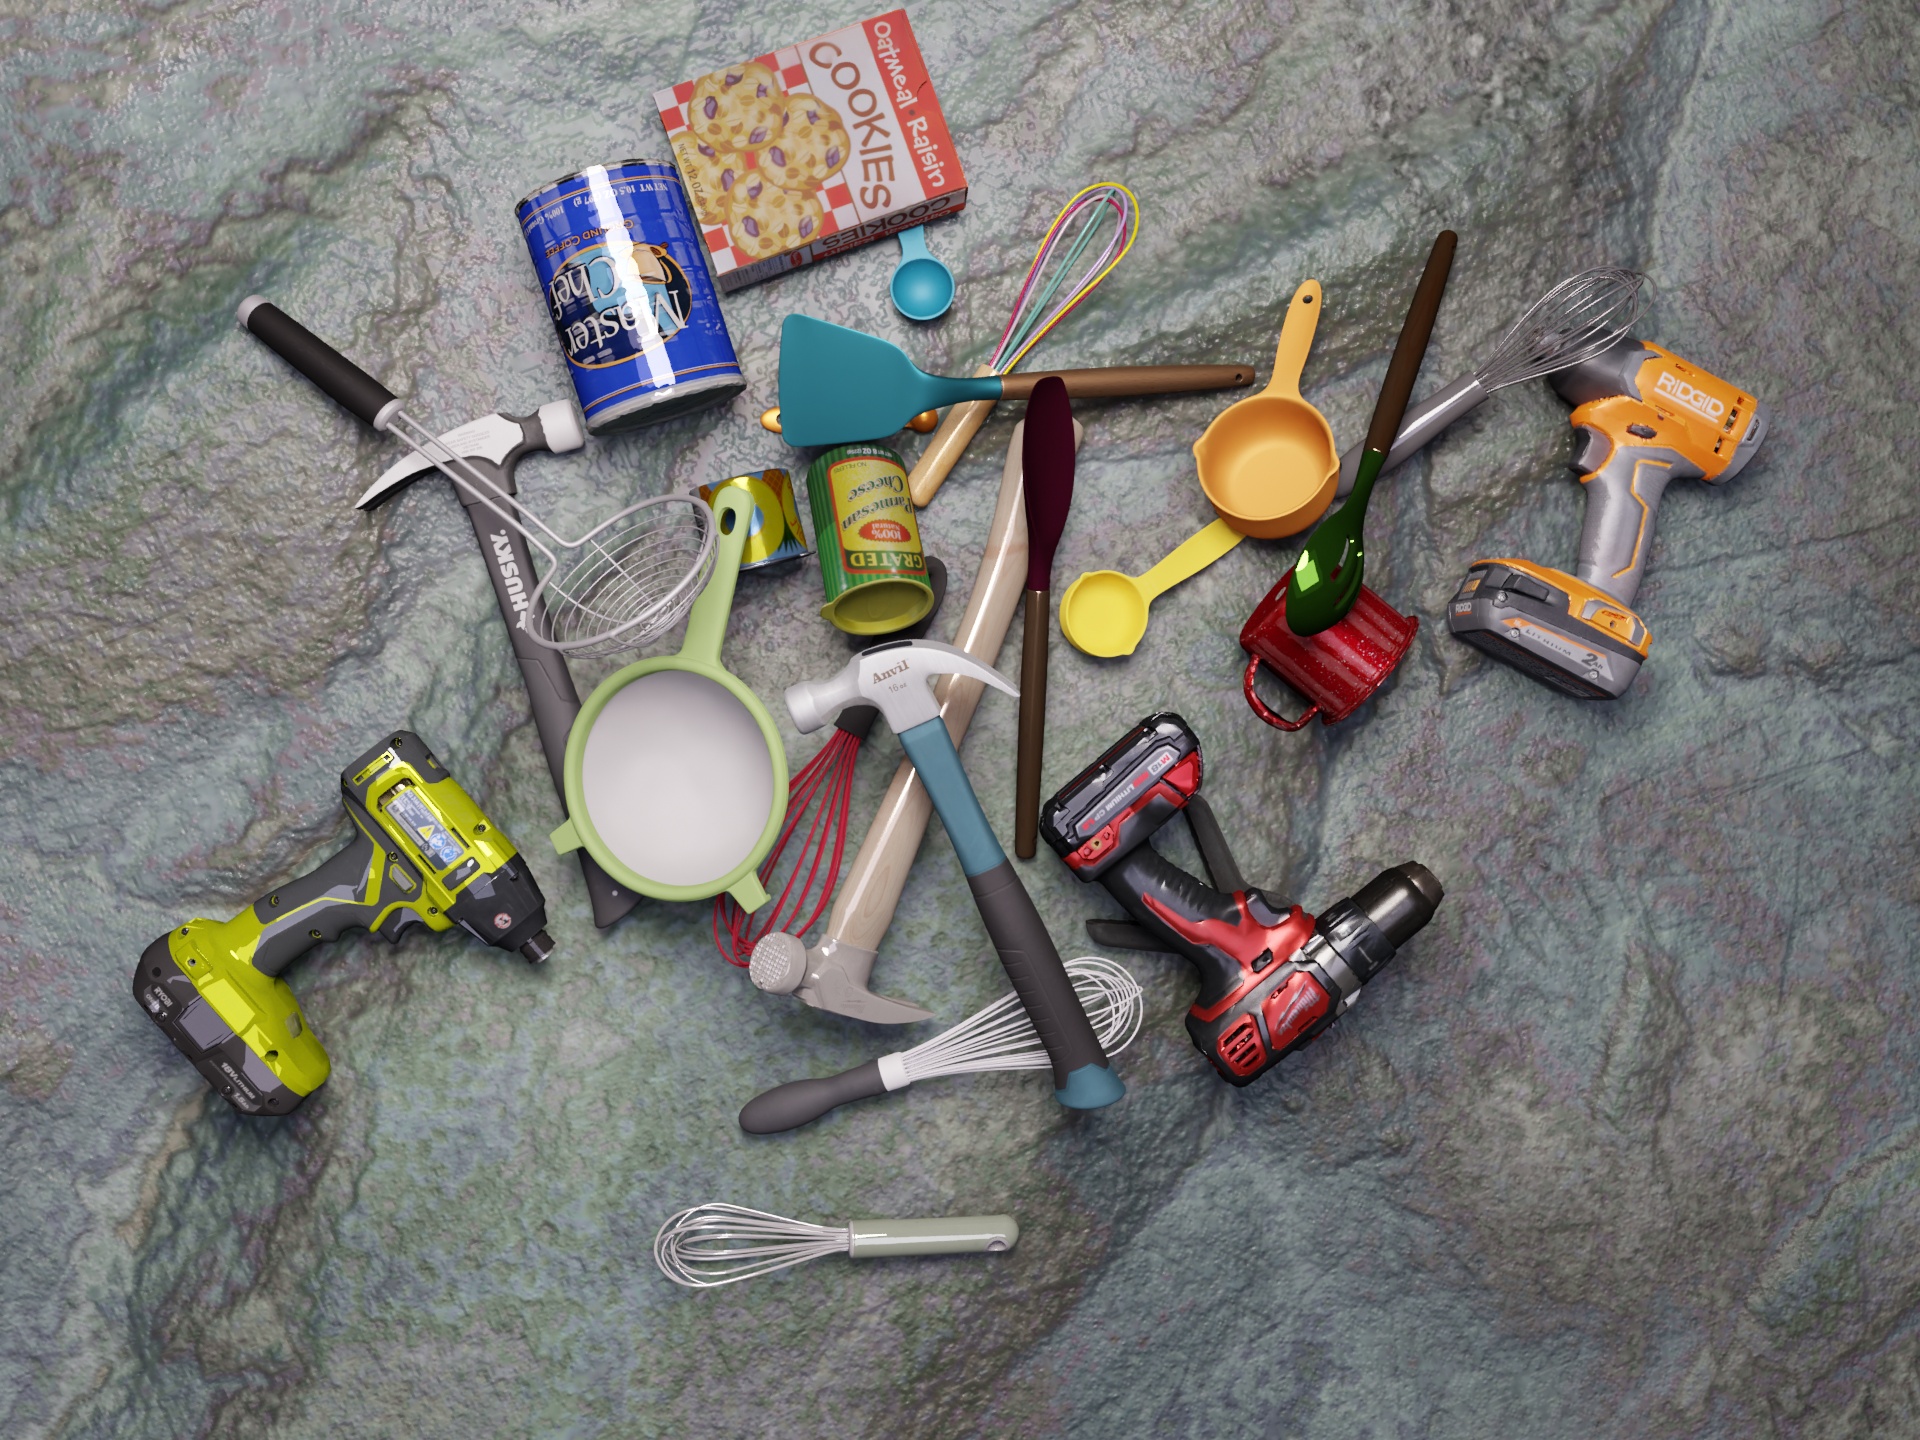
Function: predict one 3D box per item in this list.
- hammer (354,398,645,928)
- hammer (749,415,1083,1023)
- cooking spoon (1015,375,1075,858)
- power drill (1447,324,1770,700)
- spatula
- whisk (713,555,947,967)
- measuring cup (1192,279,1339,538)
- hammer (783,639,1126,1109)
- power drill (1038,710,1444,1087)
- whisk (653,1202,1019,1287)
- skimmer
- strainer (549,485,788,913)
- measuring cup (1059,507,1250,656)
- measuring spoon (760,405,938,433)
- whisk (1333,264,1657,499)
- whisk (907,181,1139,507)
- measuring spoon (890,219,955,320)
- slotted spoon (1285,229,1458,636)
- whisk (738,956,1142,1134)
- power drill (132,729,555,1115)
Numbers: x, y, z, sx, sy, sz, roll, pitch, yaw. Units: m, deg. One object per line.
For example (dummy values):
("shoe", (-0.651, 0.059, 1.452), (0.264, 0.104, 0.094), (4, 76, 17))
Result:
("hammer", (-0.273, -0.027, 1.027), (0.146, 0.035, 0.334), (-17, 96, -4))
("hammer", (-0.002, -0.003, 1.034), (0.146, 0.038, 0.411), (26, 84, -45))
("cooking spoon", (0.048, -0.060, 1.027), (0.017, 0.069, 0.318), (11, 109, 29))
("power drill", (0.414, -0.145, 1.055), (0.164, 0.084, 0.226), (27, 88, -4))
("spatula", (0.044, -0.218, 1.014), (0.317, 0.044, 0.082), (-7, 115, -20))
("whisk", (-0.081, 0.025, 1.038), (0.073, 0.073, 0.296), (27, 86, -7))
("measuring cup", (0.214, -0.201, 1.043), (0.095, 0.052, 0.174), (11, 76, 23))
("hammer", (0.020, 0.101, 0.976), (0.128, 0.033, 0.331), (-25, 106, 2))
("power drill", (0.179, 0.098, 1.023), (0.188, 0.080, 0.226), (-40, 90, 2))
("whisk", (-0.082, 0.349, 1.072), (0.246, 0.059, 0.057), (0, 131, -9))
("skimmer", (-0.300, -0.163, 0.943), (0.363, 0.090, 0.127), (37, 69, 9))
("strainer", (-0.155, -0.017, 0.992), (0.151, 0.069, 0.256), (14, 95, 16))
("measuring cup", (0.133, -0.097, 1.065), (0.156, 0.029, 0.062), (-34, 99, -13))
("measuring spoon", (-0.073, -0.198, 1.040), (0.117, 0.011, 0.021), (-2, 95, -5))
("whisk", (0.336, -0.214, 1.029), (0.239, 0.055, 0.055), (-34, 97, 20))
("whisk", (0.038, -0.243, 1.032), (0.047, 0.051, 0.245), (33, 94, -12))
("measuring spoon", (-0.033, -0.320, 1.035), (0.042, 0.021, 0.128), (-12, 87, -1))
("slotted spoon", (0.269, -0.190, 1.010), (0.070, 0.031, 0.314), (46, 60, -47))
("whisk", (-0.014, 0.224, 1.059), (0.284, 0.070, 0.070), (-19, 96, 2))
("power drill", (-0.385, 0.139, 1.011), (0.223, 0.080, 0.171), (-39, 97, -4))
